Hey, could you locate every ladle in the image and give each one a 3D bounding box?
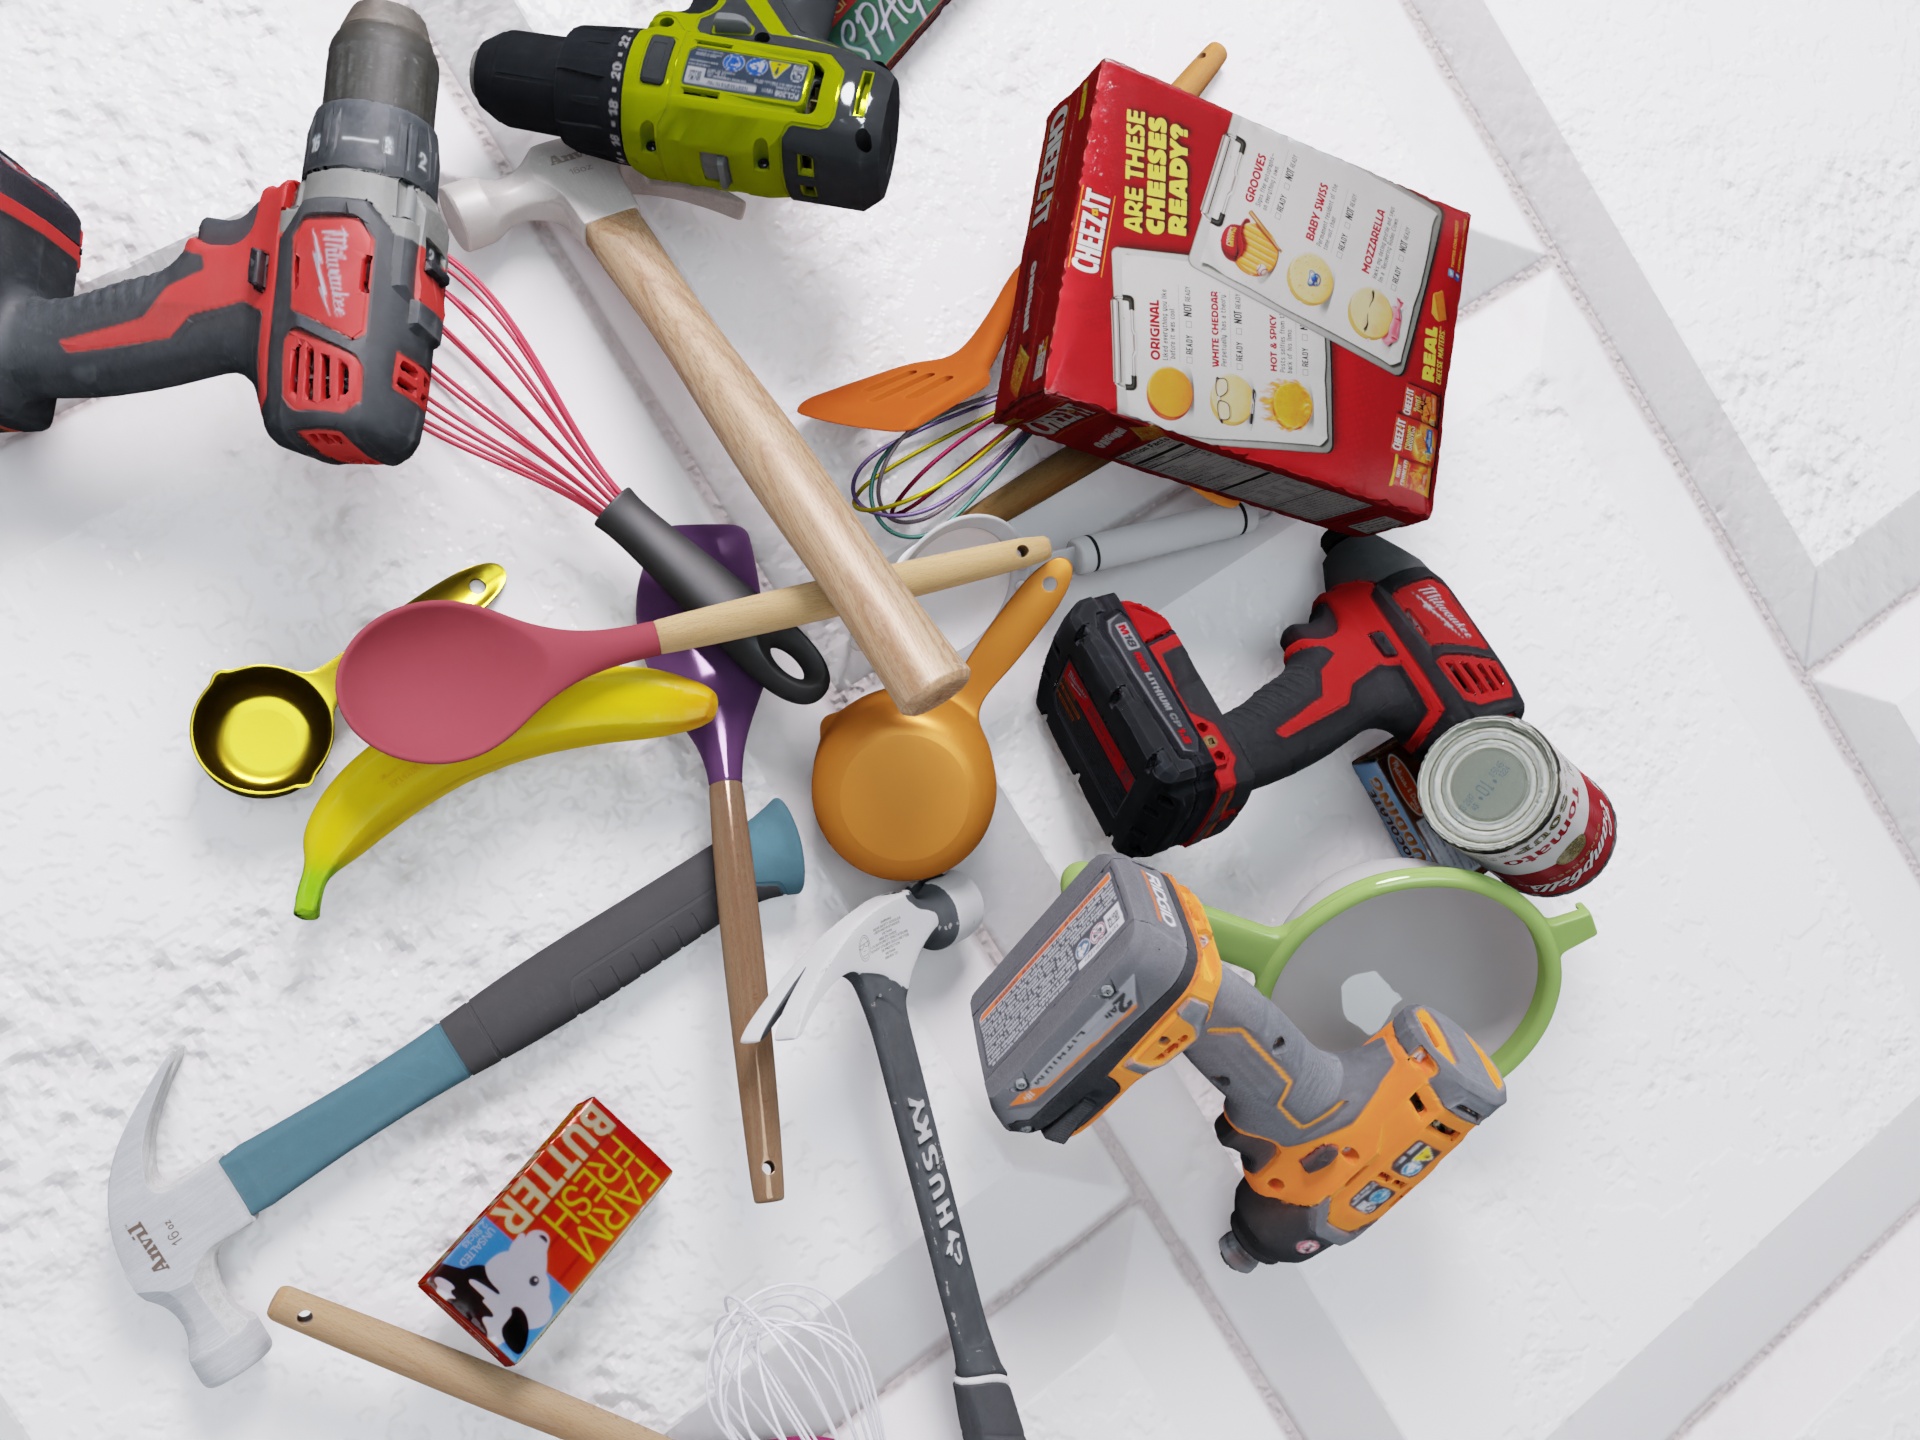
[{"bbox_3d":[-0.107,-0.044,0.696,0.315,0.031,0.069,-14,90,-14],"label":"ladle"}]

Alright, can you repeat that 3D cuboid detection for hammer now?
[{"bbox_3d":[-0.098,-0.141,0.712,0.130,0.031,0.331,-29,73,-22],"label":"hammer"},{"bbox_3d":[-0.209,0.138,0.700,0.331,0.033,0.128,-32,94,-17],"label":"hammer"},{"bbox_3d":[0.003,0.281,0.715,0.149,0.036,0.409,-18,95,-55],"label":"hammer"}]

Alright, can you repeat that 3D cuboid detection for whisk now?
[{"bbox_3d":[0.047,-0.164,0.802,0.245,0.047,0.051,-35,92,-20],"label":"whisk"},{"bbox_3d":[-0.032,0.365,0.694,0.070,0.070,0.284,-30,105,-17],"label":"whisk"},{"bbox_3d":[-0.172,-0.109,0.717,0.295,0.073,0.073,42,75,-7],"label":"whisk"}]

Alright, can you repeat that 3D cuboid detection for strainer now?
[{"bbox_3d":[0.053,-0.080,0.794,0.258,0.050,0.086,-16,129,-23],"label":"strainer"},{"bbox_3d":[0.164,0.104,0.780,0.256,0.069,0.151,20,116,-12],"label":"strainer"}]

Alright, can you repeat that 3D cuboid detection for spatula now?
[{"bbox_3d":[0.044,-0.248,0.807,0.323,0.081,0.041,-53,135,-19],"label":"spatula"},{"bbox_3d":[-0.105,0.053,0.713,0.059,0.018,0.316,-4,70,-16],"label":"spatula"}]

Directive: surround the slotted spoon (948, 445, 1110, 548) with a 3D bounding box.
[{"bbox_3d":[0.122,-0.170,0.831,0.314,0.031,0.070,-32,93,-15],"label":"slotted spoon"}]

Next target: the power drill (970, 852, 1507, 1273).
[{"bbox_3d":[0.118,0.172,0.729,0.226,0.084,0.164,30,112,-23],"label":"power drill"}]

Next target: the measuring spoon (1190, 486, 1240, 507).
[{"bbox_3d":[0.099,-0.145,0.797,0.116,0.011,0.021,37,71,-16],"label":"measuring spoon"}]

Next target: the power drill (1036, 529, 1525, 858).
[{"bbox_3d":[0.157,-0.024,0.788,0.219,0.078,0.143,-15,62,-21],"label":"power drill"}]

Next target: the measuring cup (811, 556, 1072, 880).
[{"bbox_3d":[-0.001,-0.002,0.733,0.095,0.052,0.173,36,98,-7],"label":"measuring cup"}]

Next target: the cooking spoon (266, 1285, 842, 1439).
[{"bbox_3d":[-0.148,0.312,0.690,0.318,0.017,0.069,31,76,-17],"label":"cooking spoon"}]

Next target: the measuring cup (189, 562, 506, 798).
[{"bbox_3d":[-0.269,-0.022,0.711,0.156,0.029,0.062,-41,95,-28],"label":"measuring cup"}]

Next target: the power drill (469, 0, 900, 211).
[{"bbox_3d":[-0.110,-0.352,0.739,0.190,0.080,0.229,11,73,3],"label":"power drill"}]

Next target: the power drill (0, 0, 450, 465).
[{"bbox_3d":[-0.318,-0.200,0.646,0.226,0.080,0.188,2,83,5],"label":"power drill"}]
